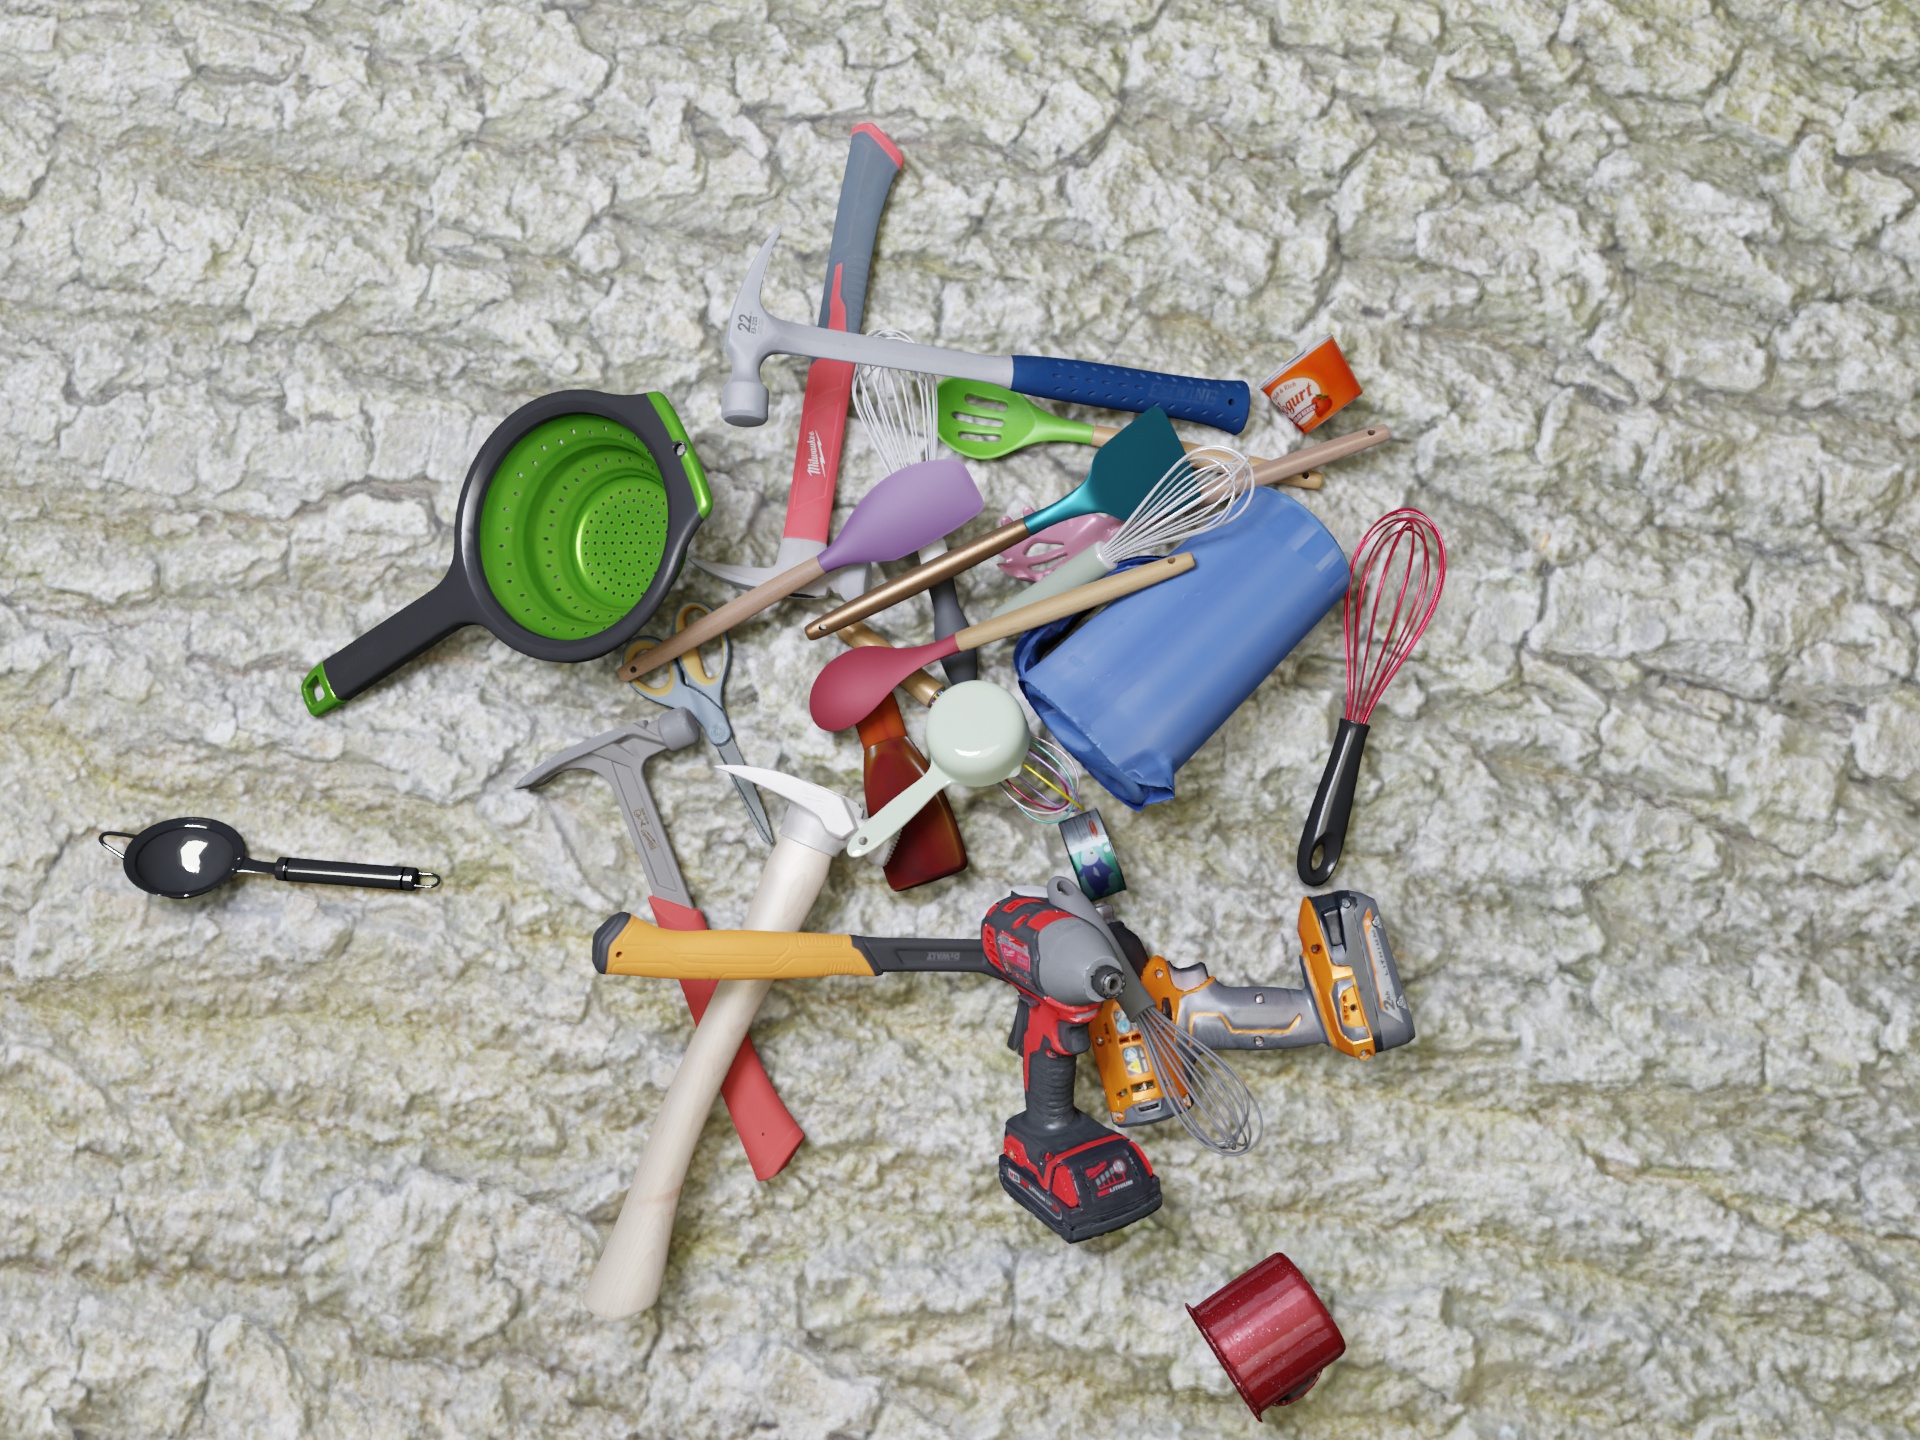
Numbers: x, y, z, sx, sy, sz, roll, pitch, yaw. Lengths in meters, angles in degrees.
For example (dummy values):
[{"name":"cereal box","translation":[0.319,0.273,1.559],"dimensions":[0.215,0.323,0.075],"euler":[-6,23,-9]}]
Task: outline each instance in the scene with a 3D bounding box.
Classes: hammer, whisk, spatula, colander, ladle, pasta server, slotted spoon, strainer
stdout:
[{"name":"hammer","translation":[-0.214,0.178,1.214],"dimensions":[0.149,0.036,0.359],"euler":[-23,84,7]},{"name":"whisk","translation":[0.303,-0.017,1.204],"dimensions":[0.073,0.073,0.296],"euler":[15,91,5]},{"name":"whisk","translation":[0.113,-0.126,1.168],"dimensions":[0.246,0.059,0.057],"euler":[-32,103,33]},{"name":"hammer","translation":[-0.116,-0.290,1.269],"dimensions":[0.143,0.038,0.386],"euler":[8,84,6]},{"name":"hammer","translation":[-0.093,0.175,1.135],"dimensions":[0.336,0.034,0.127],"euler":[5,95,-22]},{"name":"spatula","translation":[-0.129,-0.109,1.214],"dimensions":[0.316,0.018,0.059],"euler":[-28,97,11]},{"name":"colander","translation":[-0.345,-0.105,1.244],"dimensions":[0.397,0.094,0.205],"euler":[-29,77,17]},{"name":"ladle","translation":[0.023,-0.065,1.175],"dimensions":[0.315,0.031,0.069],"euler":[-19,53,15]},{"name":"whisk","translation":[-0.002,-0.003,1.217],"dimensions":[0.245,0.047,0.051],"euler":[38,119,17]},{"name":"whisk","translation":[-0.029,-0.161,1.224],"dimensions":[0.070,0.070,0.284],"euler":[-13,95,2]},{"name":"pasta server","translation":[0.177,-0.173,1.227],"dimensions":[0.316,0.040,0.060],"euler":[-19,69,6]},{"name":"hammer","translation":[0.027,-0.268,1.188],"dimensions":[0.405,0.035,0.144],"euler":[5,83,-17]},{"name":"slotted spoon","translation":[0.129,-0.217,1.253],"dimensions":[0.314,0.031,0.070],"euler":[12,85,3]},{"name":"hammer","translation":[-0.188,0.235,1.167],"dimensions":[0.146,0.038,0.411],"euler":[23,85,4]},{"name":"strainer","translation":[-0.536,0.118,1.242],"dimensions":[0.258,0.050,0.087],"euler":[5,40,-1]},{"name":"whisk","translation":[0.131,0.203,1.120],"dimensions":[0.055,0.055,0.239],"euler":[-34,64,-1]},{"name":"spatula","translation":[0.027,-0.133,1.198],"dimensions":[0.317,0.044,0.082],"euler":[-25,98,5]}]

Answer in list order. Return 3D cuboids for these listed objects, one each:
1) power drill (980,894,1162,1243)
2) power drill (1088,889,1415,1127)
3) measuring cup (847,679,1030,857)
[{"name":"power drill","translation":[0.077,0.240,1.114],"dimensions":[0.078,0.143,0.219],"euler":[-12,103,-26]},{"name":"power drill","translation":[0.201,0.193,1.172],"dimensions":[0.226,0.084,0.164],"euler":[-16,82,5]},{"name":"measuring cup","translation":[-0.021,0.036,1.152],"dimensions":[0.167,0.038,0.083],"euler":[-42,66,-13]}]
